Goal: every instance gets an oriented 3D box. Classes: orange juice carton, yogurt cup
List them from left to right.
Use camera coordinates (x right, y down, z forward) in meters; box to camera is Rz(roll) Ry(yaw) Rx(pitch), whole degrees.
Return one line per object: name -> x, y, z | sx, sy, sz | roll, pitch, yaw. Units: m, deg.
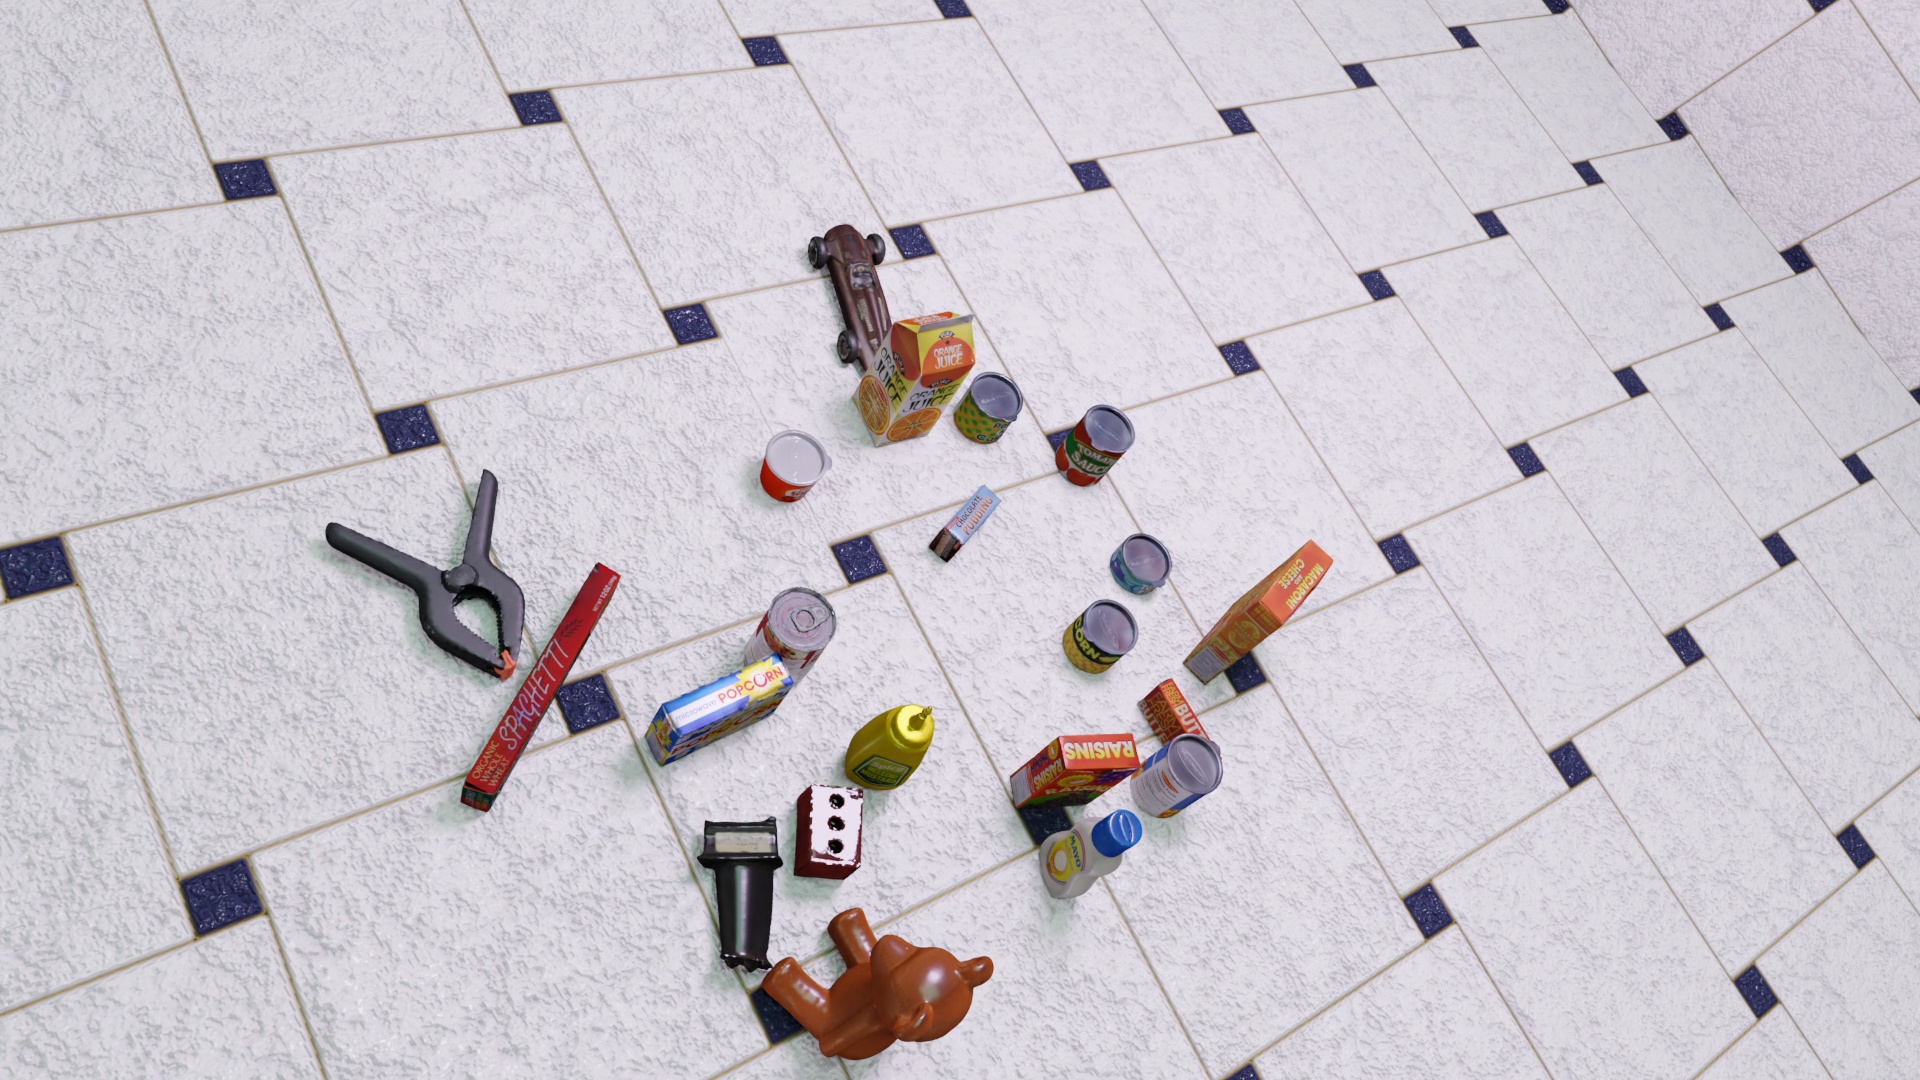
yogurt cup -> -0.181, -0.076, 1.484 | 0.072, 0.053, 0.073 | 11, 58, -18
orange juice carton -> -0.047, -0.187, 1.524 | 0.072, 0.191, 0.073 | -16, 70, -31

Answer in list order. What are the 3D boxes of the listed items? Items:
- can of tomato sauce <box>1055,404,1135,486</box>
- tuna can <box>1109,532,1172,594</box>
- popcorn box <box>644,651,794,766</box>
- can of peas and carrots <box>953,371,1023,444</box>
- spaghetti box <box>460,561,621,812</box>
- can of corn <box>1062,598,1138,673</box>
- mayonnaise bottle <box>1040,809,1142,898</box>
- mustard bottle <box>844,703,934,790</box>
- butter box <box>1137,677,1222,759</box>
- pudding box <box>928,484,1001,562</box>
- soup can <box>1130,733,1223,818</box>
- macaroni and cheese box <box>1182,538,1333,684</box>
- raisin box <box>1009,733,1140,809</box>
can of tomato sauce -> 0.157, -0.110, 1.640 | 0.071, 0.082, 0.071 | 11, 58, -19
tuna can -> 0.211, 0.030, 1.614 | 0.071, 0.032, 0.071 | 11, 58, -18
popcorn box -> -0.227, 0.159, 1.305 | 0.127, 0.084, 0.038 | -24, 74, -33
can of peas and carrots -> 0.033, -0.153, 1.624 | 0.071, 0.058, 0.071 | 11, 58, -18
spaghetti box -> -0.382, 0.131, 1.272 | 0.029, 0.050, 0.251 | 28, 54, -8
can of corn -> 0.151, 0.107, 1.525 | 0.071, 0.058, 0.071 | 11, 58, -18
mayonnaise bottle -> 0.126, 0.299, 1.345 | 0.041, 0.147, 0.065 | 0, 62, -25
mustard bottle -> -0.061, 0.190, 1.316 | 0.065, 0.159, 0.049 | 20, 56, -13
butter box -> 0.237, 0.206, 1.509 | 0.024, 0.053, 0.103 | -20, 72, -32
pudding box -> 0.005, -0.019, 1.538 | 0.030, 0.049, 0.084 | 41, 53, 2
soup can -> 0.228, 0.247, 1.462 | 0.071, 0.083, 0.071 | 11, 58, -19
macaroni and cheese box -> 0.333, 0.082, 1.556 | 0.040, 0.165, 0.124 | 45, 54, 5
raisin box -> 0.113, 0.232, 1.393 | 0.086, 0.122, 0.040 | 2, 61, -23
